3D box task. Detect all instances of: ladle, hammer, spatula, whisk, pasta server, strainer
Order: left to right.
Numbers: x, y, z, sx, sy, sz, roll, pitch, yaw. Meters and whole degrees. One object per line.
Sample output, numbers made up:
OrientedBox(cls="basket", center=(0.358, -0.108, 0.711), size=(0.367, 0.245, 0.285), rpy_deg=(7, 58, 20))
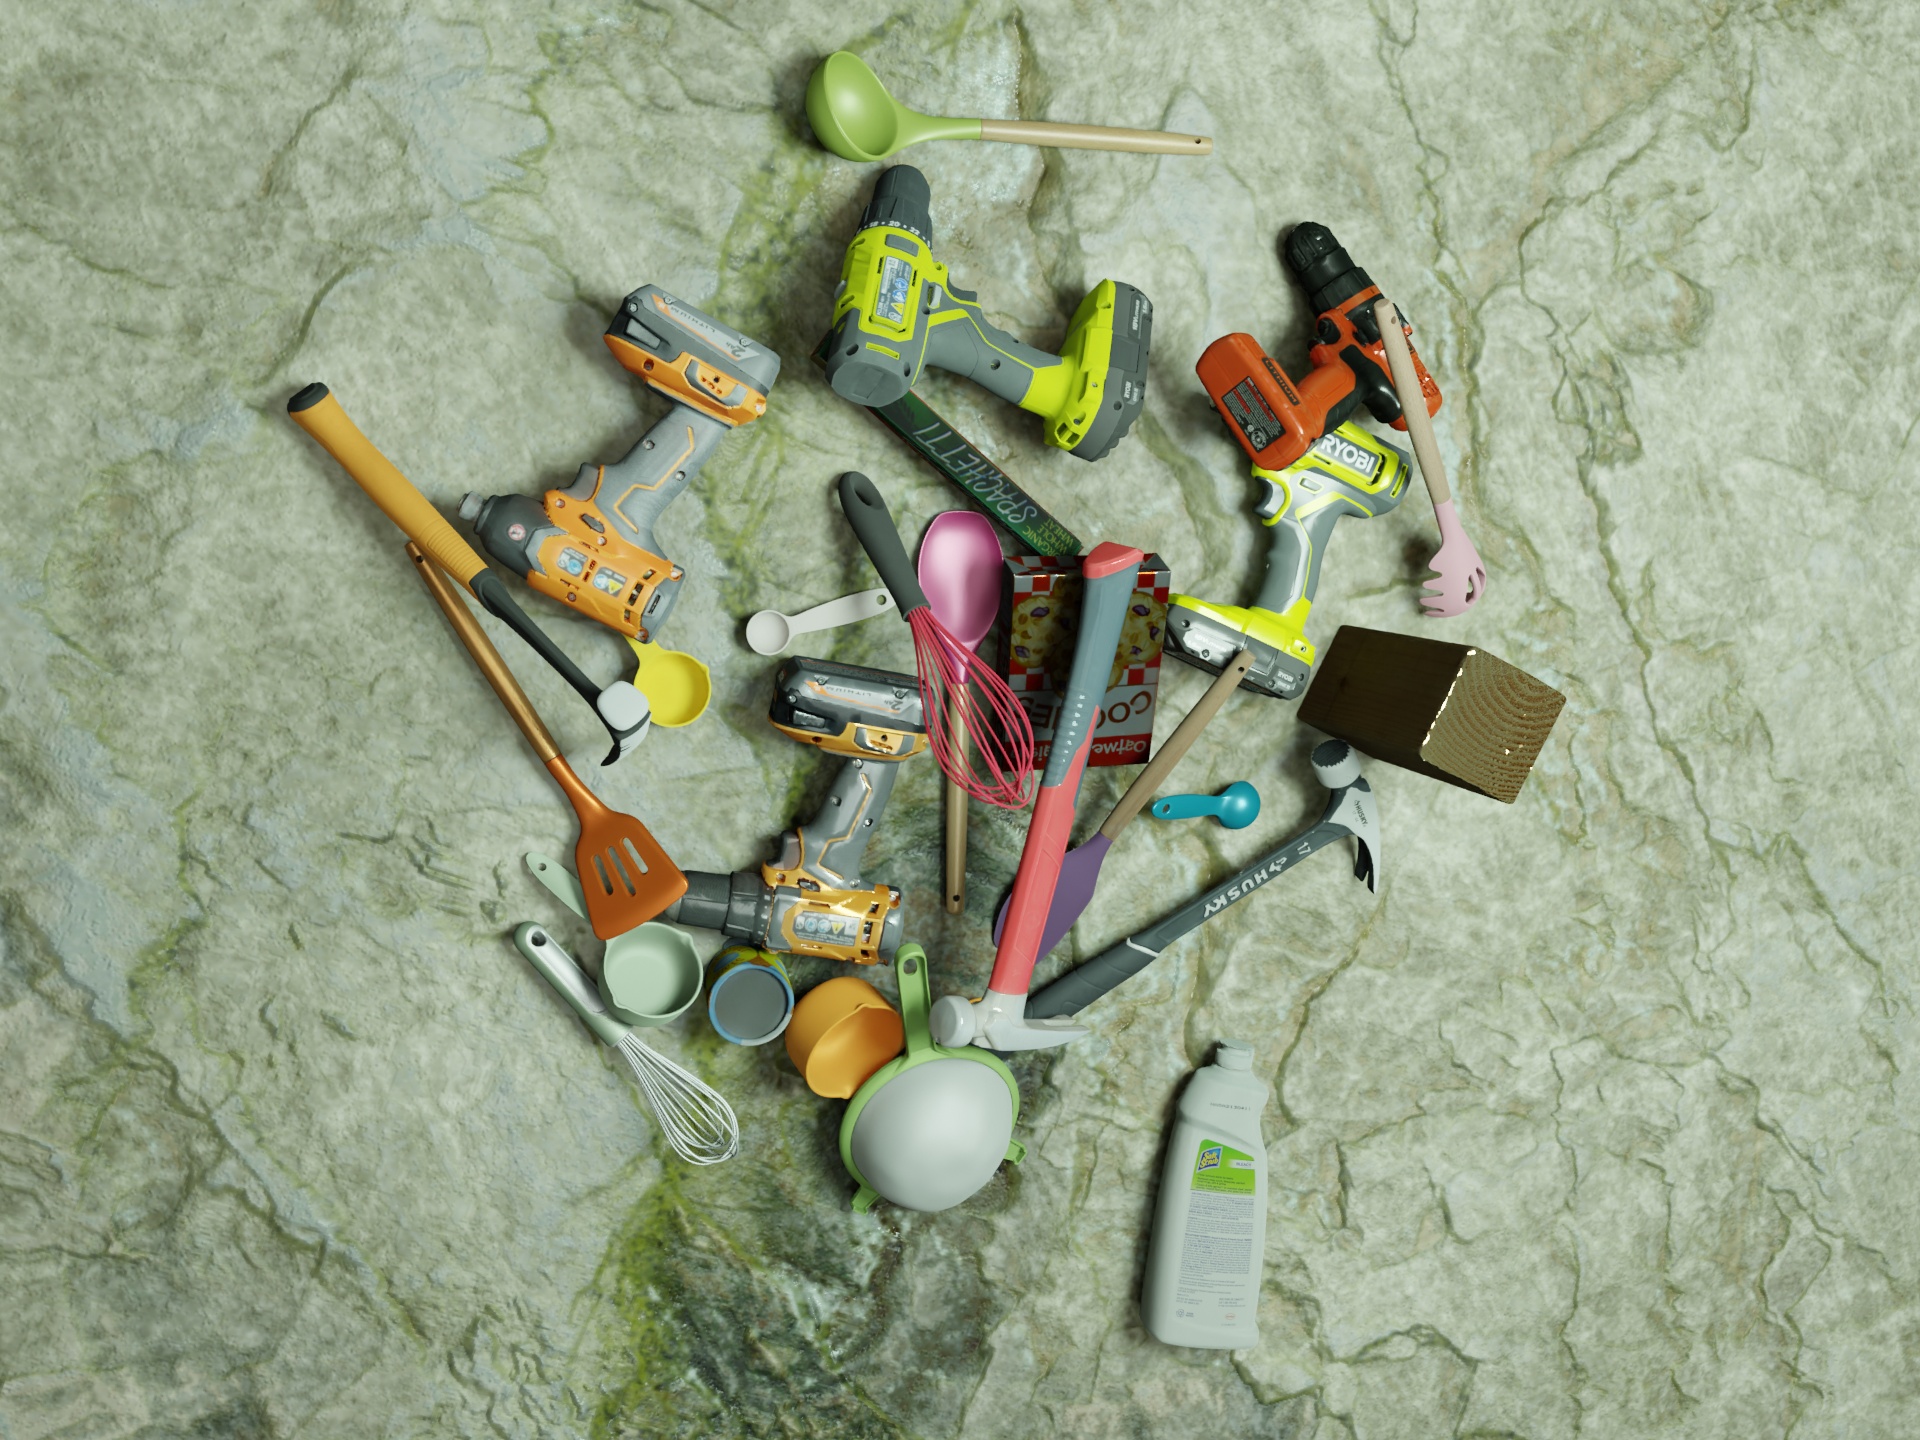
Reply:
OrientedBox(cls="hammer", center=(-0.344, -0.104, 1.113), size=(0.337, 0.127, 0.034), rpy_deg=(46, 69, 1))
OrientedBox(cls="spatula", center=(-0.314, 0.009, 1.165), size=(0.081, 0.041, 0.322), rpy_deg=(-30, 100, 3))
OrientedBox(cls="whisk", center=(-0.254, 0.247, 1.216), size=(0.246, 0.059, 0.058), rpy_deg=(50, 47, -10))
OrientedBox(cls="whisk", center=(-0.023, -0.062, 1.158), size=(0.073, 0.073, 0.296), rpy_deg=(-24, 70, -8))
OrientedBox(cls="strainer", center=(-0.019, 0.288, 1.220), size=(0.151, 0.069, 0.256), rpy_deg=(-14, 122, -14))
OrientedBox(cls="ladle", center=(0.043, -0.443, 1.178), size=(0.320, 0.062, 0.078), rpy_deg=(-1, 80, -15))
OrientedBox(cls="hammer", center=(0.083, 0.060, 1.187), size=(0.143, 0.038, 0.386), rpy_deg=(9, 99, -40))
OrientedBox(cls="spatula", center=(0.128, 0.069, 1.248), size=(0.059, 0.018, 0.316), rpy_deg=(32, 108, -16))
OrientedBox(cls="hammer", center=(0.166, 0.176, 1.294), size=(0.409, 0.036, 0.149), rpy_deg=(-32, 124, -2))
OrientedBox(cls="pasta server", center=(0.356, -0.192, 1.220), size=(0.060, 0.040, 0.315), rpy_deg=(-47, 132, -17))

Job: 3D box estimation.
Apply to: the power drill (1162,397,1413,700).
OrientedBox(cls="power drill", center=(0.240, -0.143, 1.257), size=(0.171, 0.080, 0.223), rpy_deg=(23, 89, -15))

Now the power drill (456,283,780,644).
OrientedBox(cls="power drill", center=(-0.243, -0.189, 1.131), size=(0.164, 0.084, 0.226), rpy_deg=(27, 90, -13))

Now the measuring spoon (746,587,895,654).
OrientedBox(cls="measuring spoon", center=(-0.106, -0.080, 1.220), size=(0.124, 0.018, 0.034), rpy_deg=(-17, 101, -17))

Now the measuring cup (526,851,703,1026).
OrientedBox(cls="measuring cup", center=(-0.270, 0.164, 1.204), size=(0.167, 0.038, 0.083), rpy_deg=(42, 50, 4))

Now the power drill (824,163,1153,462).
OrientedBox(cls="power drill", center=(0.021, -0.297, 1.164), size=(0.228, 0.080, 0.191), rpy_deg=(16, 65, -17))

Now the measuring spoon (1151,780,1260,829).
OrientedBox(cls="measuring spoon", center=(0.201, 0.072, 1.273), size=(0.128, 0.021, 0.042), rpy_deg=(1, 109, -43))

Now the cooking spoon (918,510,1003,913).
OrientedBox(cls="cooking spoon", center=(-0.002, -0.004, 1.250), size=(0.068, 0.017, 0.319), rpy_deg=(-1, 98, -12))

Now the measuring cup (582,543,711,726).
OrientedBox(cls="measuring cup", center=(-0.242, -0.064, 1.188), size=(0.062, 0.029, 0.156), rpy_deg=(-33, 92, -11))

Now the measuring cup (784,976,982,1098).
OrientedBox(cls="measuring cup", center=(-0.059, 0.234, 1.258), size=(0.173, 0.052, 0.095), rpy_deg=(-13, 127, -34))

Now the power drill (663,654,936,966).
OrientedBox(cls="power drill", center=(-0.121, 0.069, 1.205), size=(0.185, 0.084, 0.226), rpy_deg=(9, 100, -12))
